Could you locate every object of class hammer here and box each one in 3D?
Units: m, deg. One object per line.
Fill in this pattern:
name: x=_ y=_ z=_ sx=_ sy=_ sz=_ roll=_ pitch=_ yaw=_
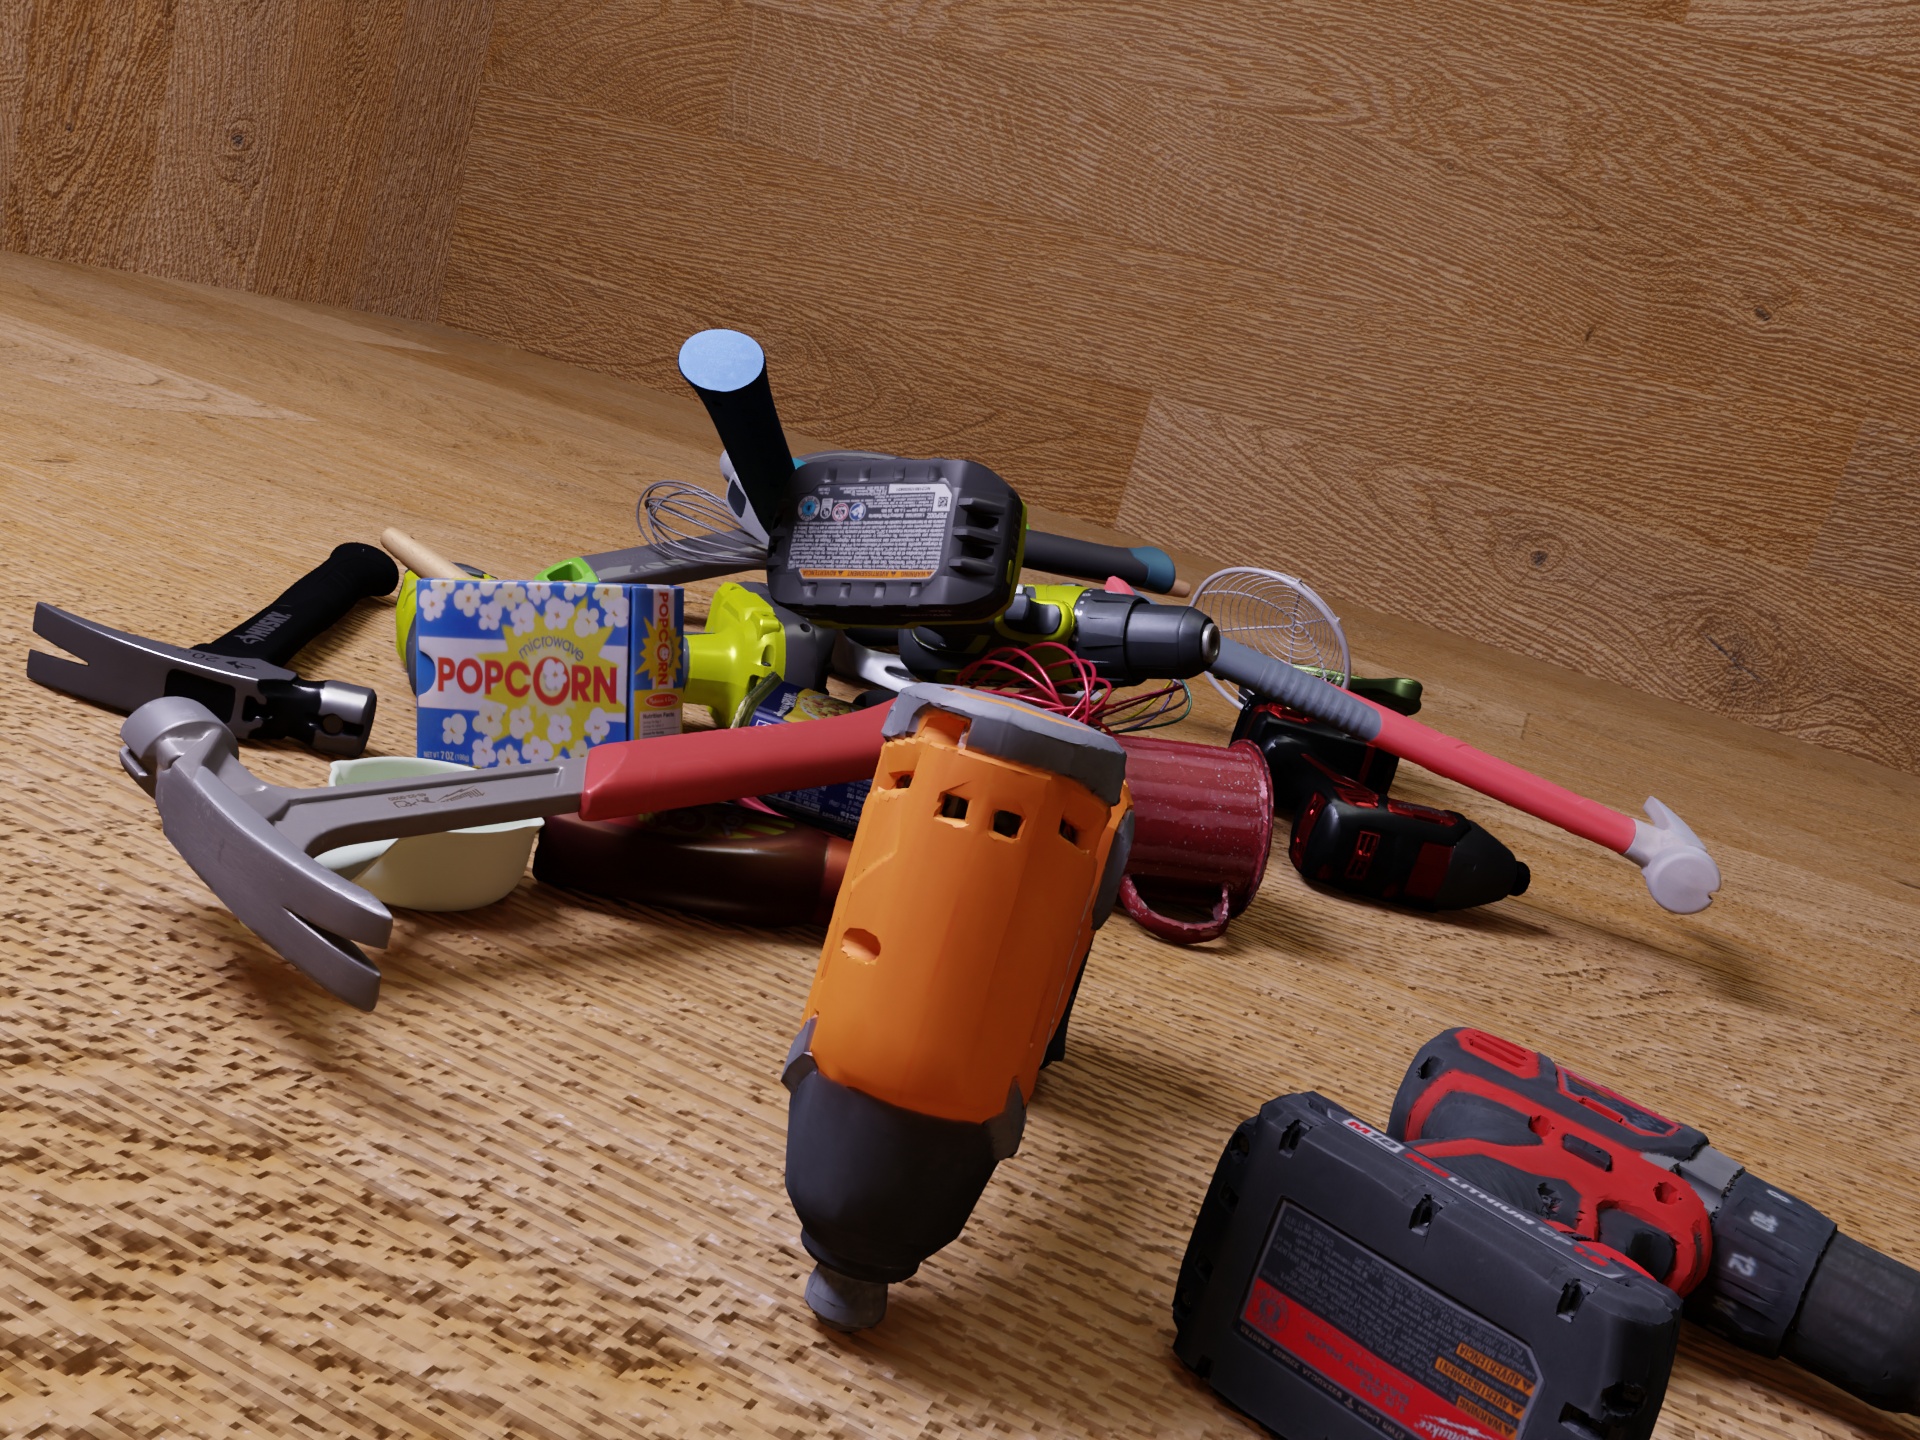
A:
hammer: x=-0.001 y=-0.131 z=1.123 sx=0.331 sy=0.033 sz=0.128 roll=7 pitch=31 yaw=-21
hammer: x=0.262 y=0.003 z=0.972 sx=0.386 sy=0.038 sz=0.143 roll=25 pitch=17 yaw=5
hammer: x=-0.105 y=0.024 z=0.601 sx=0.149 sy=0.036 sz=0.359 roll=30 pitch=22 yaw=34
hammer: x=-0.093 y=-0.104 z=0.939 sx=0.144 sy=0.035 sz=0.405 roll=19 pitch=-16 yaw=10
hammer: x=-0.355 y=-0.054 z=0.834 sx=0.146 sy=0.035 sz=0.335 roll=13 pitch=13 yaw=-12

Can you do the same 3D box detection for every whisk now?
whisk: x=-0.001 y=-0.003 z=0.856 sx=0.073 sy=0.073 sz=0.296 roll=10 pitch=-4 yaw=-24
whisk: x=0.065 y=0.008 z=0.948 sx=0.245 sy=0.051 sz=0.047 roll=-26 pitch=-3 yaw=-45
whisk: x=-0.119 y=-0.108 z=1.095 sx=0.239 sy=0.055 sz=0.055 roll=23 pitch=14 yaw=15

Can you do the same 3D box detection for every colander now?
colander: x=-0.135 y=-0.107 z=1.217 sx=0.397 sy=0.094 sz=0.205 roll=-15 pitch=46 yaw=-33

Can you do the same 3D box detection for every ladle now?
ladle: x=-0.158 y=-0.008 z=0.739 sx=0.315 sy=0.031 sz=0.069 roll=34 pitch=-5 yaw=17

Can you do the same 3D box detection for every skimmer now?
skimmer: x=0.086 y=-0.050 z=1.123 sx=0.363 sy=0.127 sz=0.090 roll=-1 pitch=40 yaw=-1

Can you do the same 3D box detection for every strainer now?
strainer: x=0.286 y=0.000 z=1.202 sx=0.151 sy=0.069 sz=0.256 roll=14 pitch=-1 yaw=-6

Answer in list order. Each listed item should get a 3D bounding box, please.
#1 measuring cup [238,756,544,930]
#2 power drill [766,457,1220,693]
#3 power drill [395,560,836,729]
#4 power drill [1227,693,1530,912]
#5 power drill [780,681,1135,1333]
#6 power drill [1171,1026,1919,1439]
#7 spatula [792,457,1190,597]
measuring cup: x=-0.203 y=0.054 z=0.549 sx=0.083 sy=0.038 sz=0.168 roll=16 pitch=15 yaw=2
power drill: x=0.021 y=-0.066 z=0.861 sx=0.190 sy=0.080 sz=0.228 roll=4 pitch=-11 yaw=29
power drill: x=-0.197 y=-0.044 z=0.888 sx=0.223 sy=0.080 sz=0.171 roll=6 pitch=16 yaw=-25
power drill: x=0.258 y=0.054 z=1.007 sx=0.143 sy=0.078 sz=0.220 roll=13 pitch=16 yaw=-10
power drill: x=-0.001 y=0.075 z=0.483 sx=0.084 sy=0.164 sz=0.226 roll=17 pitch=0 yaw=5
power drill: x=0.187 y=0.163 z=0.463 sx=0.188 sy=0.080 sz=0.226 roll=25 pitch=13 yaw=35
spatula: x=0.023 y=-0.140 z=1.198 sx=0.317 sy=0.044 sz=0.082 roll=12 pitch=12 yaw=-7
